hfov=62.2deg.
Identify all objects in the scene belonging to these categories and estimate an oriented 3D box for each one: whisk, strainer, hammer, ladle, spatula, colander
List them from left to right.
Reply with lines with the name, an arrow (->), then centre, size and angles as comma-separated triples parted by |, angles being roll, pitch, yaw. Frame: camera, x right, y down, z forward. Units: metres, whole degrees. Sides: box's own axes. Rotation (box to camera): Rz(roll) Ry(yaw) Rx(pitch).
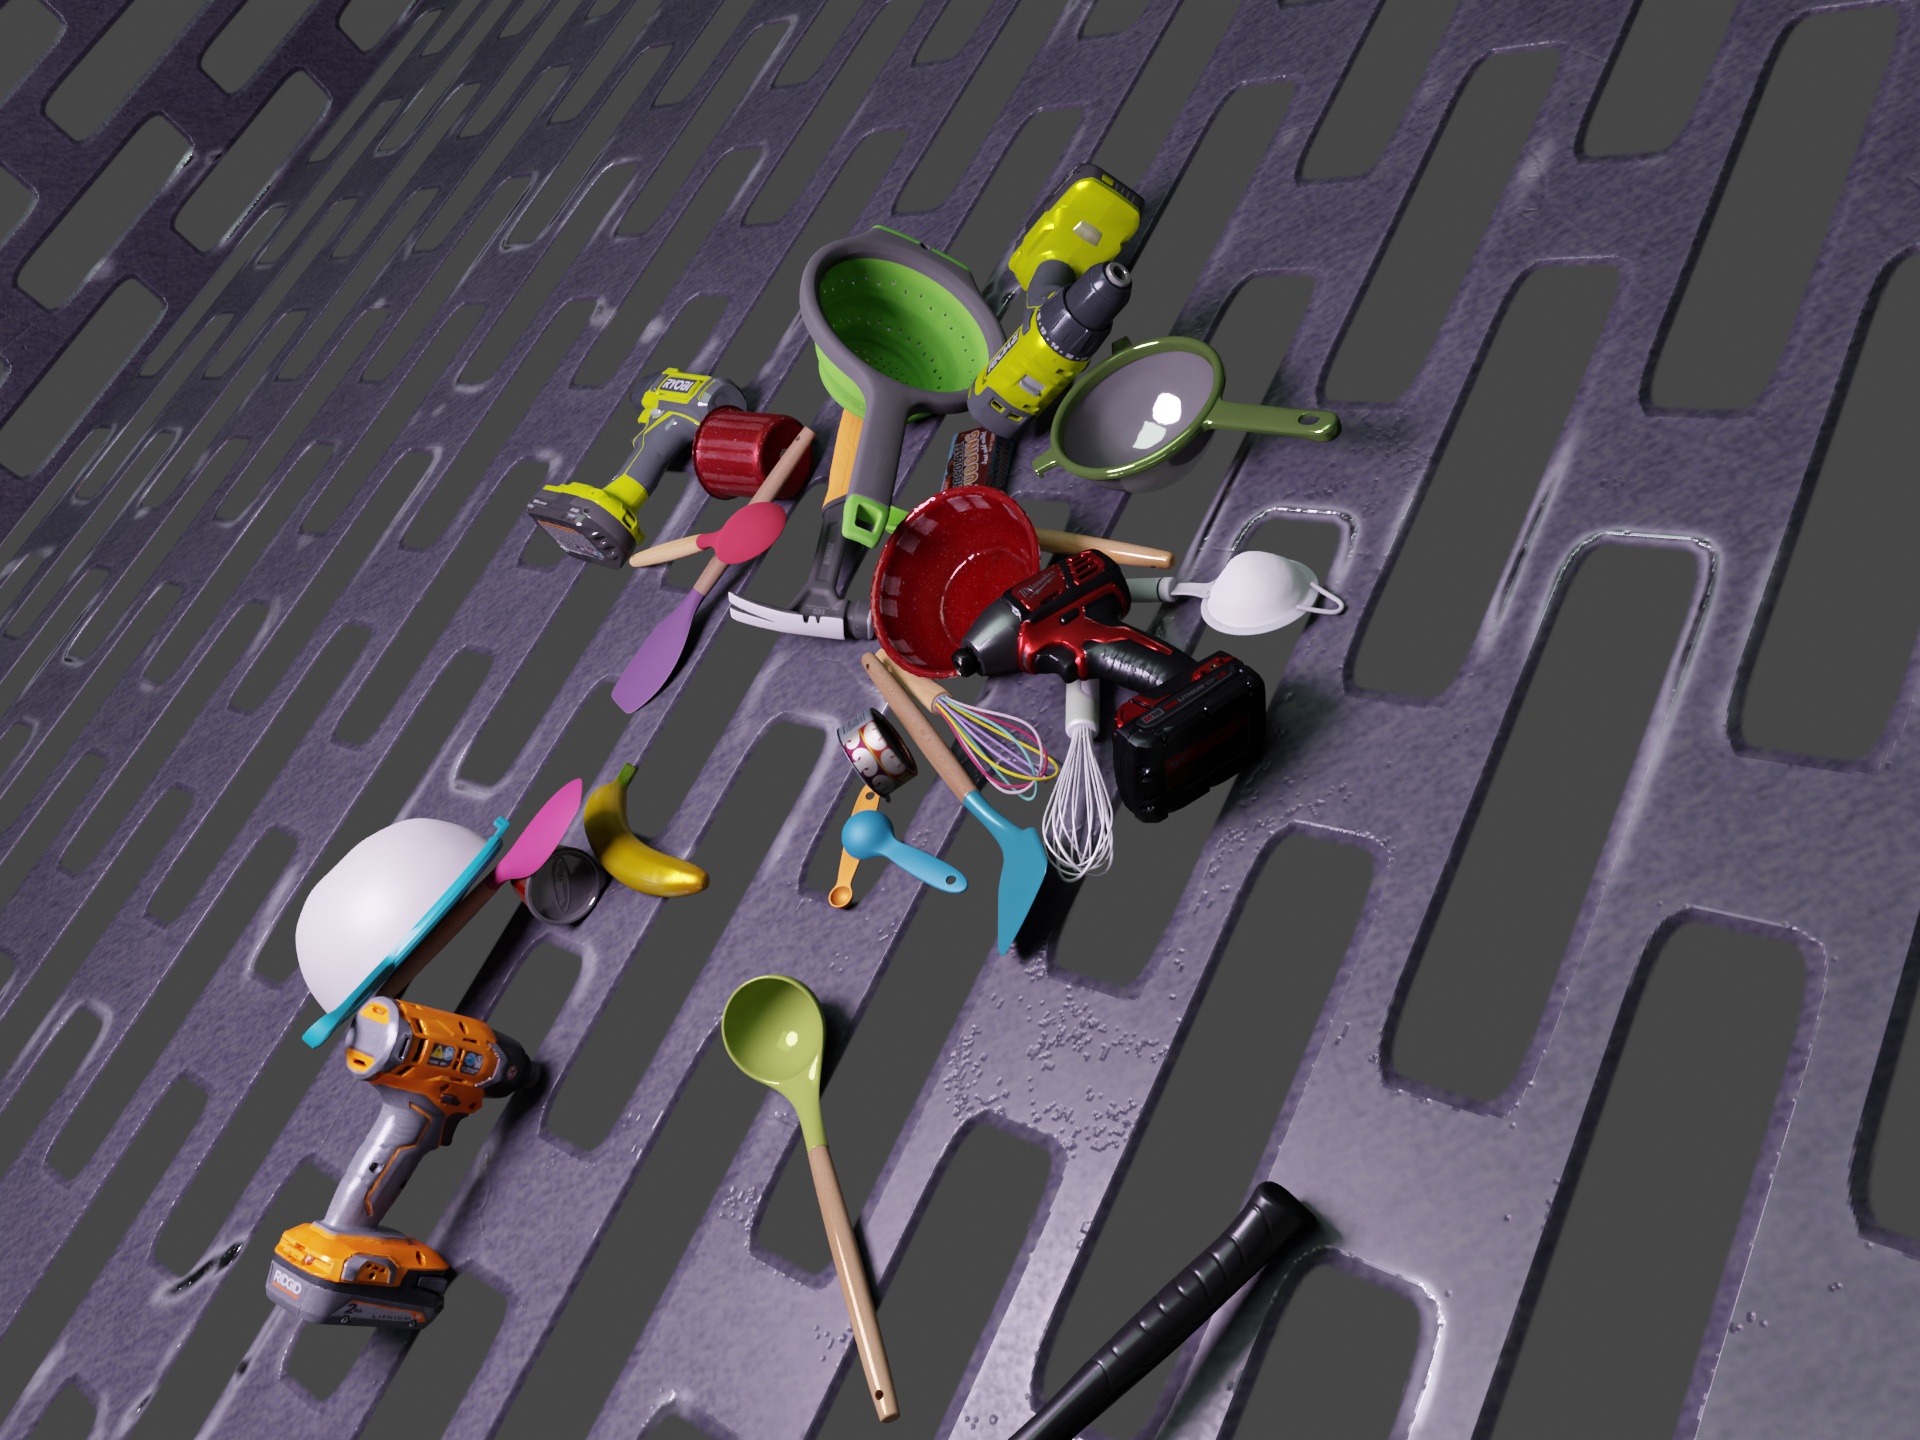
strainer -> -0.495, 0.168, 1.301 | 0.211, 0.095, 0.340 | -45, 10, 7
ladle -> -0.247, -0.163, 1.478 | 0.315, 0.031, 0.069 | -1, 51, 58
spatula -> -0.228, -0.140, 1.486 | 0.060, 0.018, 0.316 | 37, 94, 42
ladle -> -0.095, 0.306, 1.058 | 0.078, 0.062, 0.321 | -35, 47, 13
hammer -> -0.114, -0.214, 1.455 | 0.127, 0.034, 0.337 | 7, 54, 4
colander -> -0.074, -0.277, 1.415 | 0.094, 0.204, 0.397 | -51, 23, 46
spatula -> -0.012, 0.041, 1.190 | 0.318, 0.044, 0.082 | 52, 129, 42
whisk -> 0.000, -0.004, 1.242 | 0.047, 0.051, 0.245 | -30, 37, -17
hammer -> 0.066, 0.373, 0.864 | 0.335, 0.146, 0.035 | -39, 43, -12
whisk -> 0.089, 0.013, 1.157 | 0.059, 0.057, 0.247 | -47, 29, 43
strainer -> 0.162, -0.099, 1.194 | 0.258, 0.050, 0.087 | 2, 44, 40
strainer -> 0.190, -0.223, 1.244 | 0.256, 0.069, 0.151 | 16, 65, 42

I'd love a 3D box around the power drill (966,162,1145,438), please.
power drill -> 0.093, -0.372, 1.369 | 0.190, 0.080, 0.229 | -41, 27, 48

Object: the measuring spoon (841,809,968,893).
measuring spoon -> -0.044, 0.098, 1.196 | 0.129, 0.021, 0.042 | 24, 67, 39

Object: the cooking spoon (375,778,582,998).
cooking spoon -> -0.416, 0.154, 1.364 | 0.319, 0.017, 0.069 | -43, 35, 26

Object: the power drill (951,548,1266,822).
power drill -> 0.099, -0.032, 1.121 | 0.143, 0.078, 0.220 | -29, 46, -18

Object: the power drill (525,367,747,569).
power drill -> -0.342, -0.273, 1.662 | 0.171, 0.080, 0.223 | 18, 66, 44

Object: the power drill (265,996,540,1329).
power drill -> -0.412, 0.335, 1.207 | 0.084, 0.164, 0.226 | 7, 75, 39

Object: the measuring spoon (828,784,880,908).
measuring spoon -> -0.080, 0.096, 1.240 | 0.021, 0.011, 0.117 | -2, 53, 24

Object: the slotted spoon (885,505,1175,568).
slotted spoon -> 0.040, -0.154, 1.318 | 0.314, 0.070, 0.031 | 14, 86, 36
